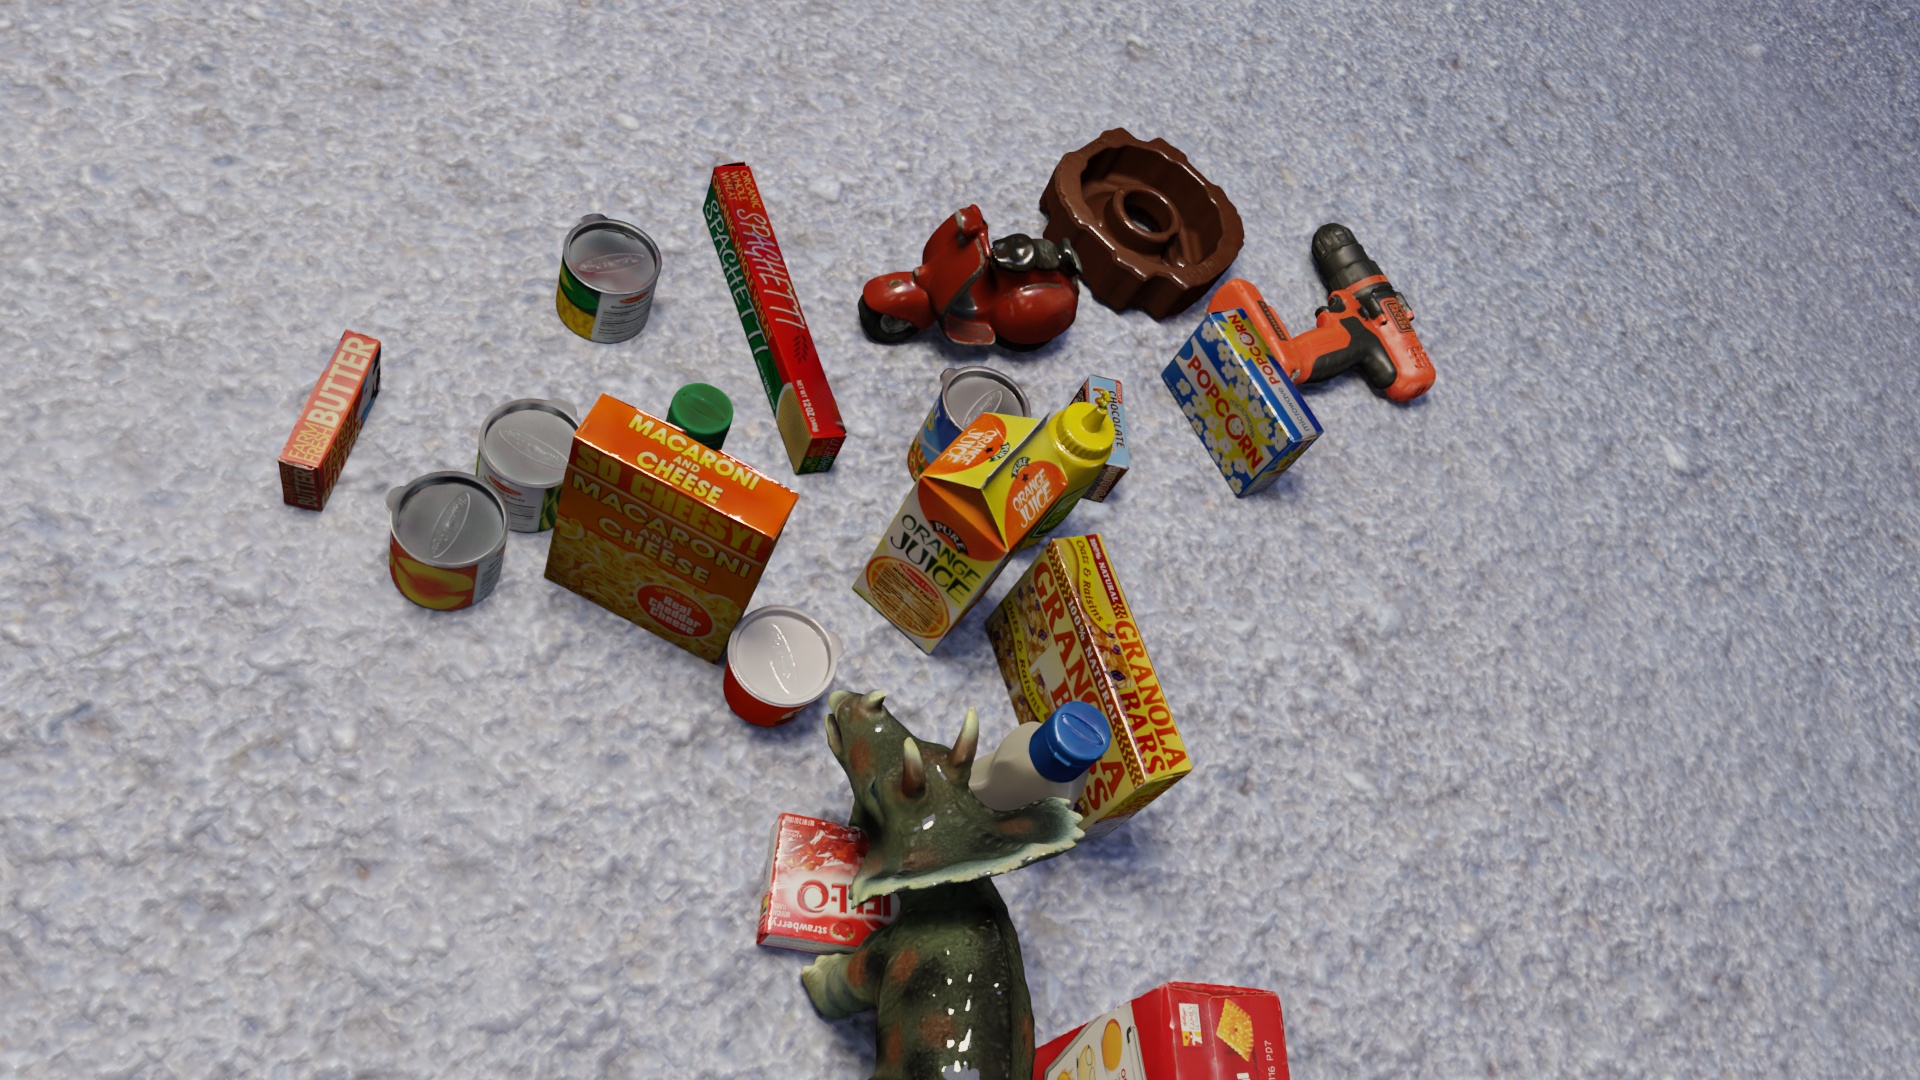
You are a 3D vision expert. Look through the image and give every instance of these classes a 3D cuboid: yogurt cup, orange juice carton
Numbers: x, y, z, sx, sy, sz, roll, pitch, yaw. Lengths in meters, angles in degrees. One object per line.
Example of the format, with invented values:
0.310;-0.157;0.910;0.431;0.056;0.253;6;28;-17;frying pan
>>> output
-0.116;0.081;0.866;0.072;0.053;0.073;11;57;-17;yogurt cup
0.003;-0.011;0.886;0.073;0.191;0.072;41;54;4;orange juice carton

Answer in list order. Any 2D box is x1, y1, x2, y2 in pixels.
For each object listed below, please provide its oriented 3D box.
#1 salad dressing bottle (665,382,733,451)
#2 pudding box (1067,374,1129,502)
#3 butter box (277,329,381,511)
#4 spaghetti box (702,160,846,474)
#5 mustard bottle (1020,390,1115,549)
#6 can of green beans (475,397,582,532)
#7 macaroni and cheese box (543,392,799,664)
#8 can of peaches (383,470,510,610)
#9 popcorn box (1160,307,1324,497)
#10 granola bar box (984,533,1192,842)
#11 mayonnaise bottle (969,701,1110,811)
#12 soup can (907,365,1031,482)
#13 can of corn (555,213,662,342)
-0.172;-0.041;0.859;0.064;0.147;0.044;33;54;-2;salad dressing bottle
0.104;-0.078;1.058;0.030;0.049;0.084;11;57;-17;pudding box
-0.384;-0.073;0.849;0.024;0.053;0.104;18;55;-12;butter box
-0.138;-0.165;1.010;0.029;0.050;0.251;-9;64;-27;spaghetti box
0.068;-0.051;0.958;0.065;0.159;0.049;-33;77;-34;mustard bottle
-0.271;-0.047;0.877;0.071;0.057;0.071;11;57;-17;can of green beans
-0.175;-0.003;0.822;0.124;0.165;0.040;28;54;-5;macaroni and cheese box
-0.309;0.000;0.832;0.071;0.057;0.071;11;57;-17;can of peaches
0.222;-0.109;1.104;0.038;0.084;0.127;-17;68;-30;popcorn box
0.078;0.097;0.894;0.039;0.123;0.166;-7;63;-26;granola bar box
0.045;0.142;0.838;0.065;0.147;0.041;36;54;1;mayonnaise bottle
0.003;-0.076;0.993;0.071;0.083;0.071;11;57;-17;soup can
-0.247;-0.182;0.969;0.071;0.058;0.071;11;57;-17;can of corn
